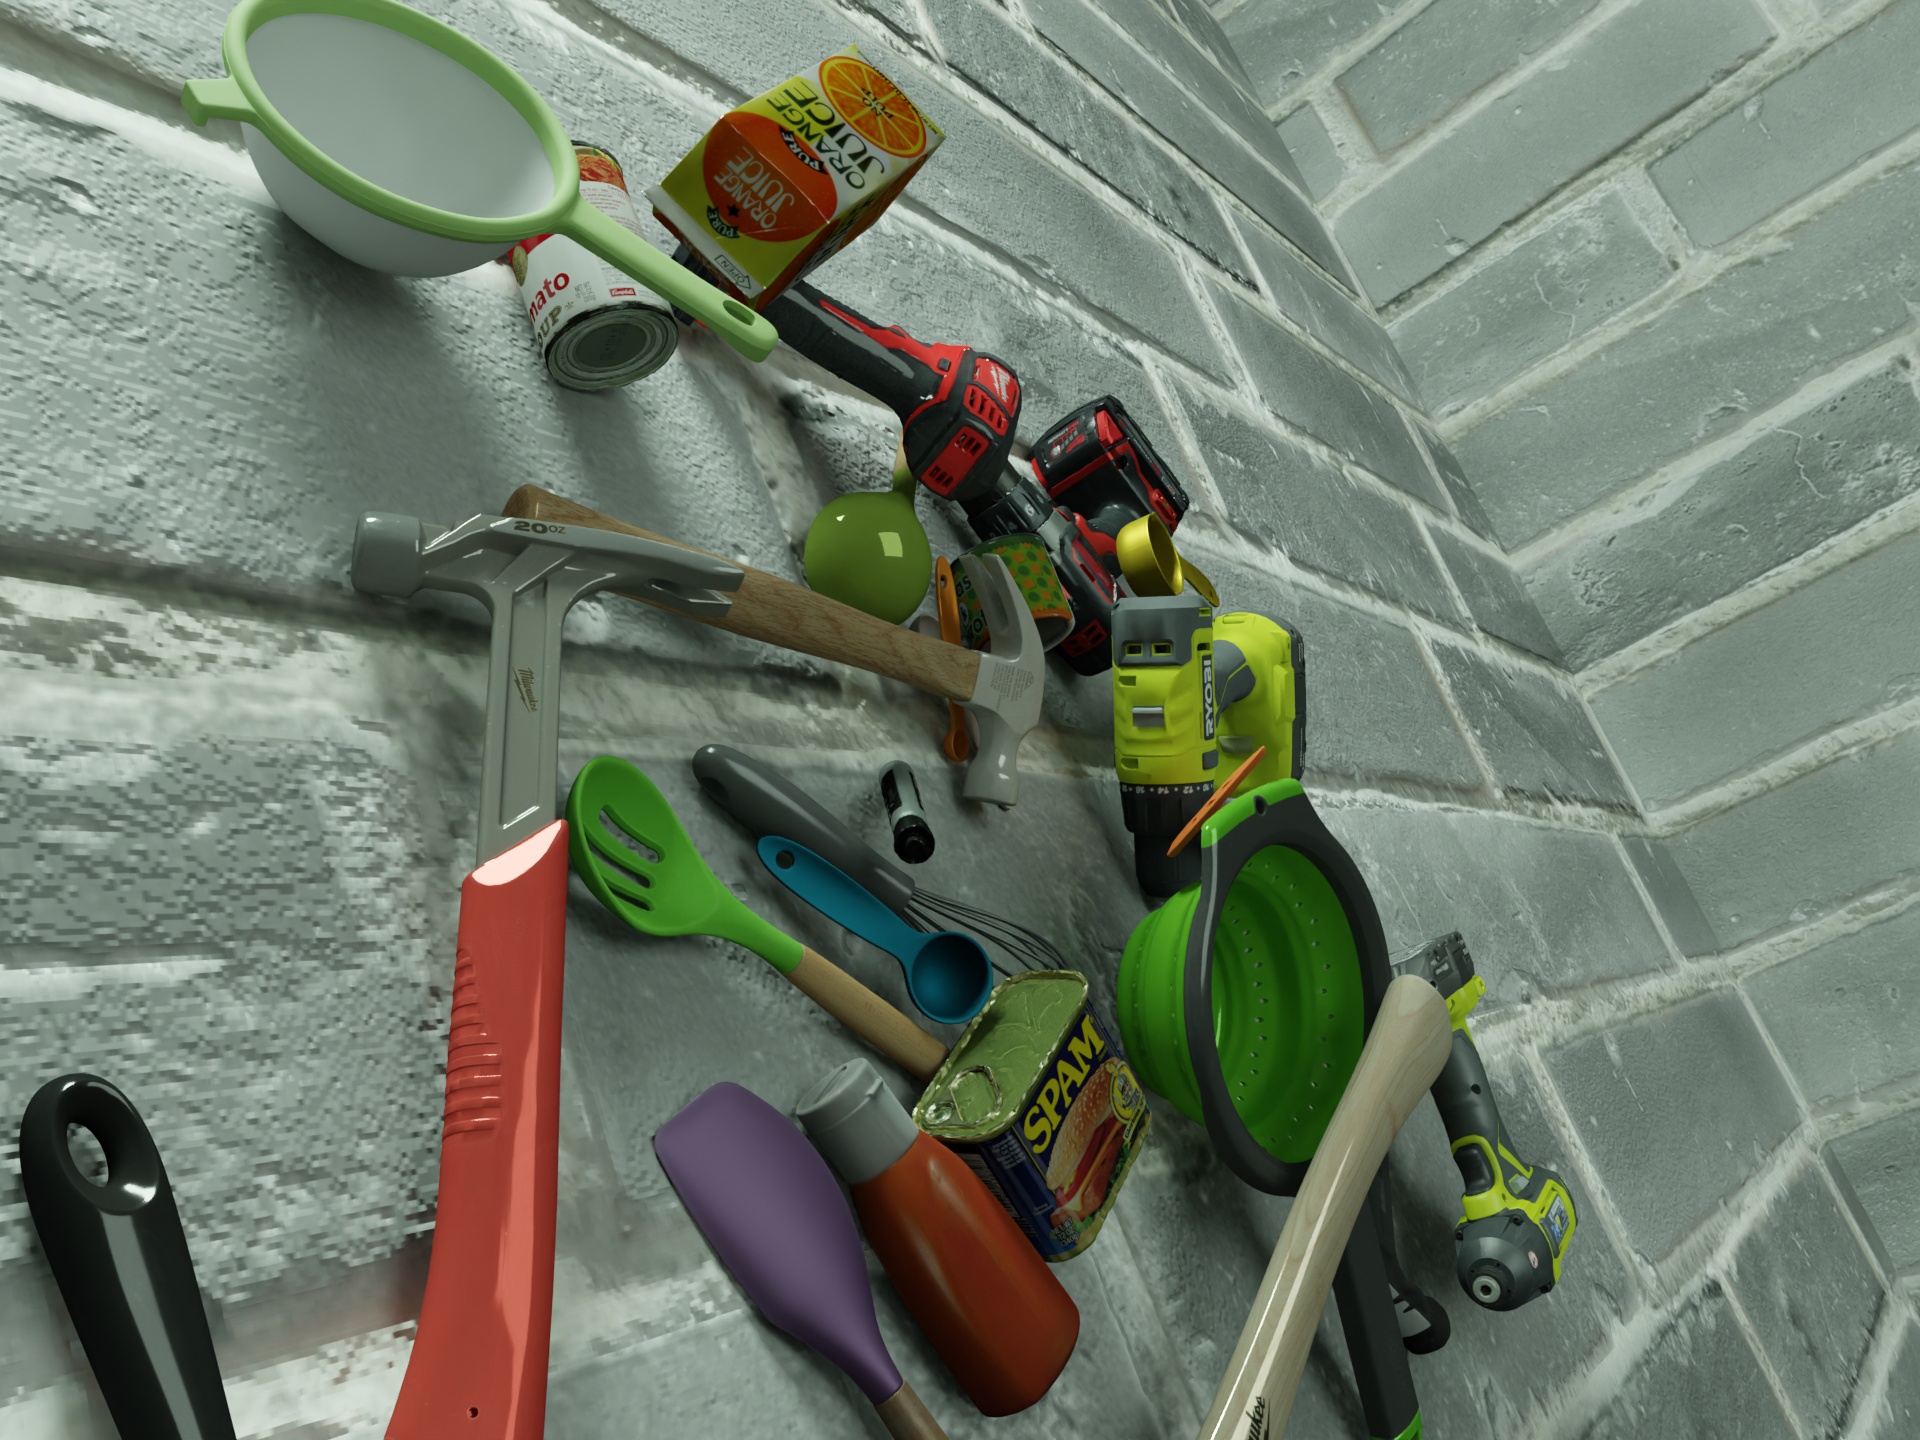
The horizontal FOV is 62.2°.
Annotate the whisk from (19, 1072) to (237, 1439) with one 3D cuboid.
[{"bbox_3d":[-0.171,0.218,0.380,0.073,0.073,0.296,2,54,-58],"label":"whisk"}]

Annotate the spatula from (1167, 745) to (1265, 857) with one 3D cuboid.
[{"bbox_3d":[0.187,0.094,1.010,0.041,0.081,0.322,40,-3,32],"label":"spatula"}]

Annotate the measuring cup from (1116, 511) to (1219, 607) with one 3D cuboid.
[{"bbox_3d":[0.146,-0.098,1.103,0.156,0.029,0.062,22,53,-62],"label":"measuring cup"}]

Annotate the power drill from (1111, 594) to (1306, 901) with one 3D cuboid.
[{"bbox_3d":[0.165,0.011,1.066,0.228,0.080,0.190,-10,99,-62],"label":"power drill"}]

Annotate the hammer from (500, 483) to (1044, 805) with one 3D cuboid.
[{"bbox_3d":[-0.075,-0.051,0.788,0.331,0.031,0.130,18,80,-43],"label":"hammer"}]

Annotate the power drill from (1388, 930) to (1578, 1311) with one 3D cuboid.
[{"bbox_3d":[0.327,0.262,1.042,0.171,0.080,0.223,-5,71,-61],"label":"power drill"}]

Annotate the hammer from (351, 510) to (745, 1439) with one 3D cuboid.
[{"bbox_3d":[-0.143,0.079,0.540,0.149,0.036,0.359,7,55,-22],"label":"hammer"}]

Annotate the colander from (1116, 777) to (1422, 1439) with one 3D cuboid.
[{"bbox_3d":[0.173,0.236,0.892,0.204,0.094,0.397,-19,97,-48],"label":"colander"}]

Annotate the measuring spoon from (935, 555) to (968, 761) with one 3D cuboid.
[{"bbox_3d":[-0.008,-0.034,0.897,0.021,0.011,0.117,-1,86,-62],"label":"measuring spoon"}]

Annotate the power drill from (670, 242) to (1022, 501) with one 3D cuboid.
[{"bbox_3d":[-0.058,-0.230,0.933,0.219,0.078,0.143,34,34,-14],"label":"power drill"}]

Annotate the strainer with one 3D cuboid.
[{"bbox_3d":[-0.205,-0.219,0.710,0.256,0.069,0.152,30,40,-20],"label":"strainer"}]

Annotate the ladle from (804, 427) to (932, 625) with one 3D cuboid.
[{"bbox_3d":[-0.042,-0.152,0.984,0.078,0.062,0.320,50,22,-23],"label":"ladle"}]

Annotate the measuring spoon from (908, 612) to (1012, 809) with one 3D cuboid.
[{"bbox_3d":[-0.001,-0.003,0.920,0.034,0.018,0.124,-24,90,-62],"label":"measuring spoon"}]

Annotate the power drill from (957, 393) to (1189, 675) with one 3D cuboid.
[{"bbox_3d":[0.072,-0.153,1.121,0.187,0.080,0.227,51,32,-14],"label":"power drill"}]

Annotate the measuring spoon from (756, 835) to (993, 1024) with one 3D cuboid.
[{"bbox_3d":[-0.042,0.093,0.722,0.128,0.021,0.042,37,67,-10],"label":"measuring spoon"}]

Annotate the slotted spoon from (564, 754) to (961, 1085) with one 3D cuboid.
[{"bbox_3d":[-0.057,0.119,0.692,0.313,0.031,0.070,42,32,-31],"label":"slotted spoon"}]

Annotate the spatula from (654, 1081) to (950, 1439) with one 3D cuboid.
[{"bbox_3d":[-0.011,0.274,0.602,0.060,0.018,0.316,-32,88,-45],"label":"spatula"}]

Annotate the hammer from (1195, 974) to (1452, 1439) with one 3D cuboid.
[{"bbox_3d":[0.158,0.262,0.765,0.146,0.038,0.411,52,45,-12],"label":"hammer"}]

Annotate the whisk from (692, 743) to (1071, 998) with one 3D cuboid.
[{"bbox_3d":[-0.032,0.083,0.751,0.238,0.055,0.055,39,33,-23],"label":"whisk"}]

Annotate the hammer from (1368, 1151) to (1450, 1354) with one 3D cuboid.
[{"bbox_3d":[0.273,0.249,1.081,0.127,0.034,0.337,48,29,-21],"label":"hammer"}]
